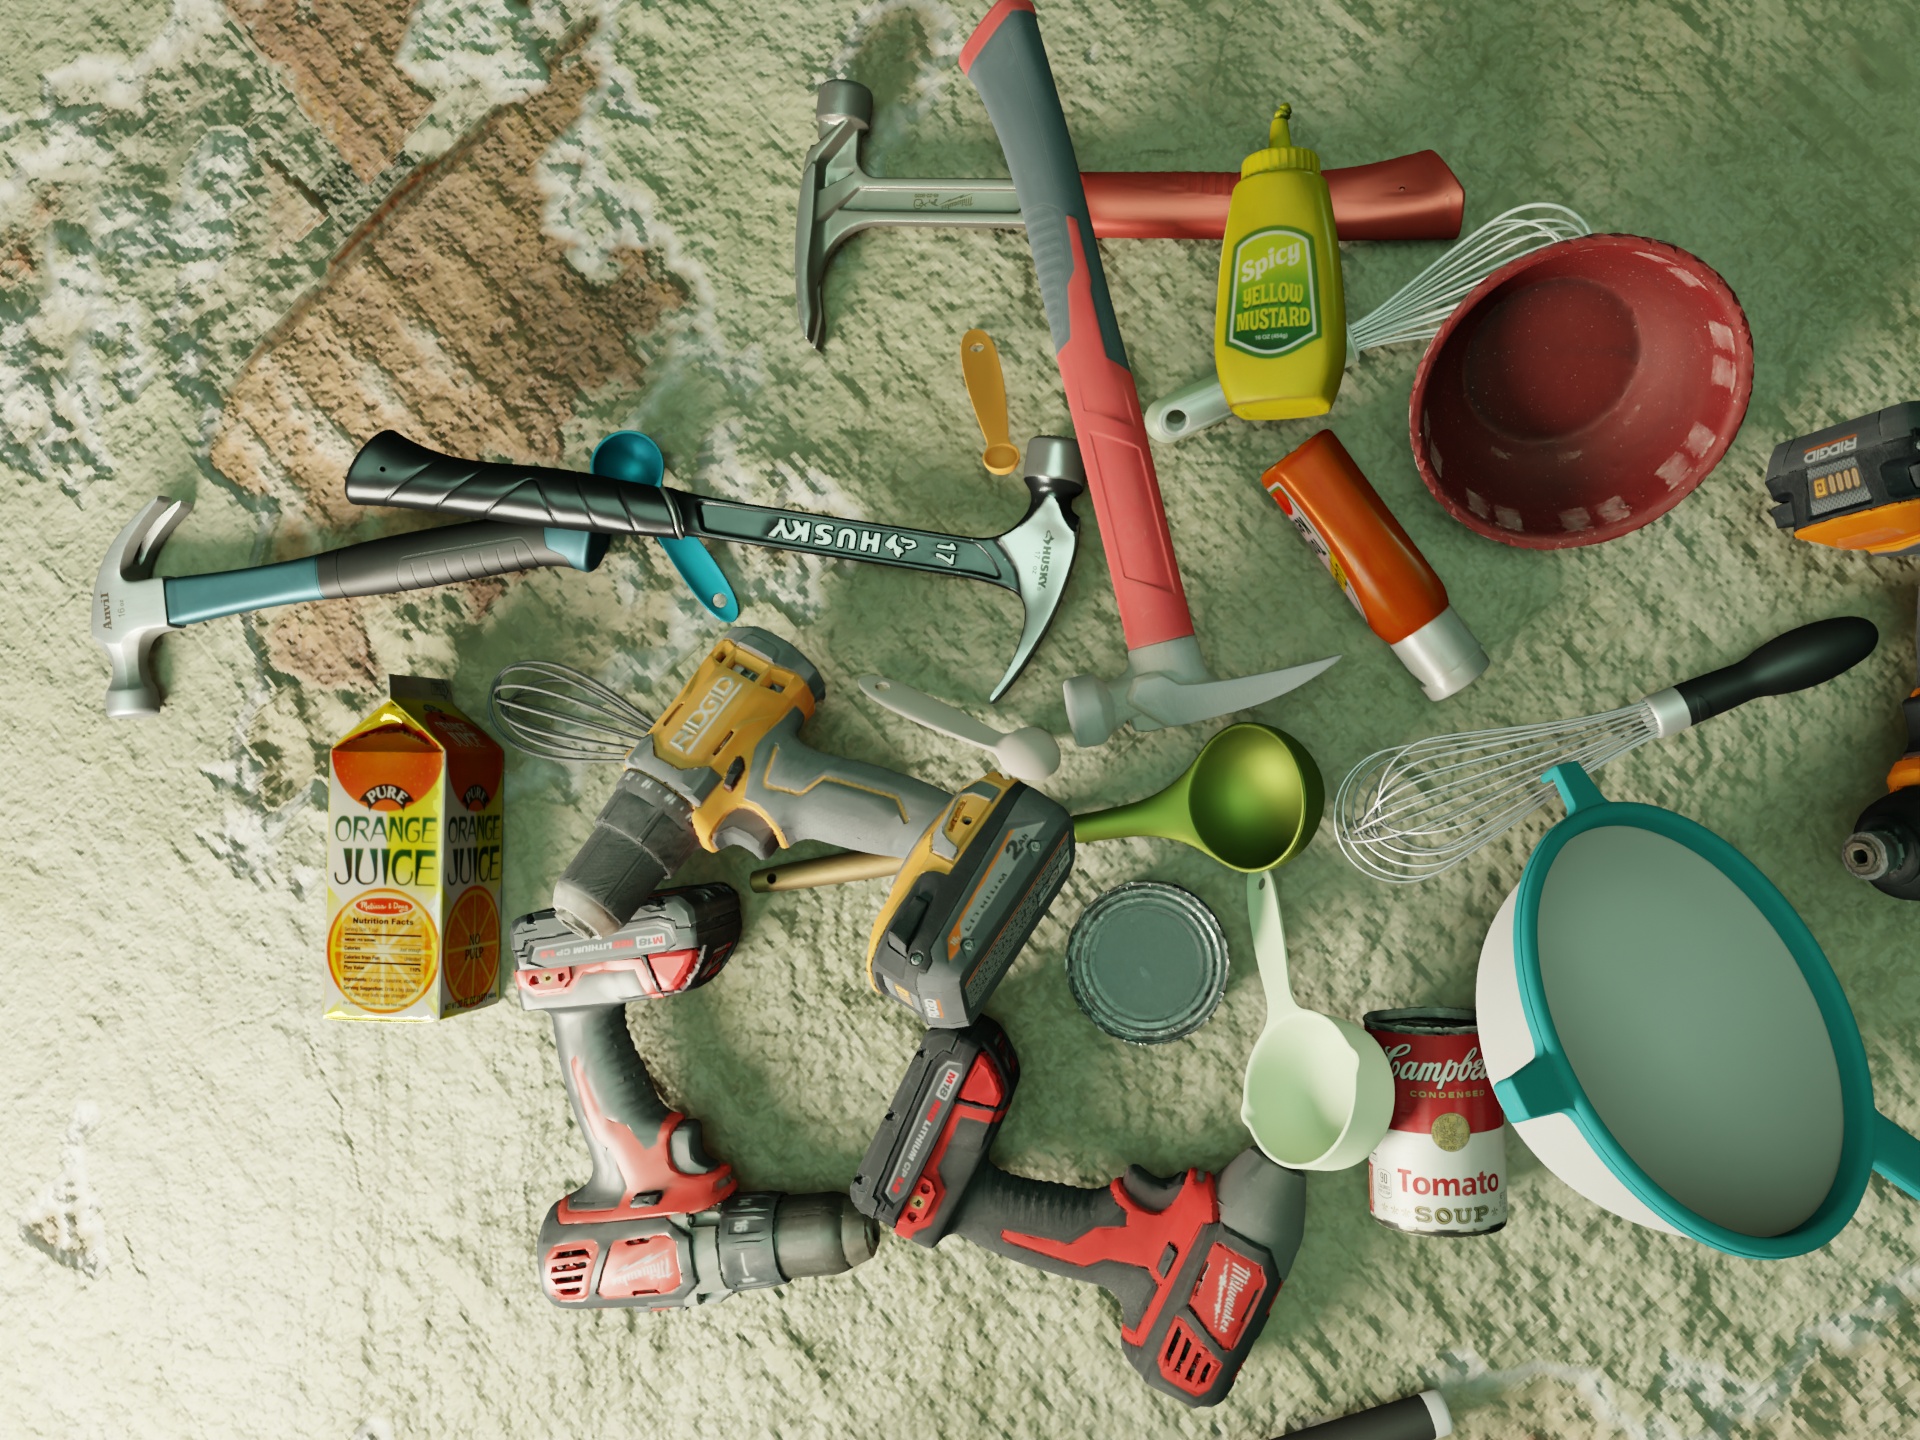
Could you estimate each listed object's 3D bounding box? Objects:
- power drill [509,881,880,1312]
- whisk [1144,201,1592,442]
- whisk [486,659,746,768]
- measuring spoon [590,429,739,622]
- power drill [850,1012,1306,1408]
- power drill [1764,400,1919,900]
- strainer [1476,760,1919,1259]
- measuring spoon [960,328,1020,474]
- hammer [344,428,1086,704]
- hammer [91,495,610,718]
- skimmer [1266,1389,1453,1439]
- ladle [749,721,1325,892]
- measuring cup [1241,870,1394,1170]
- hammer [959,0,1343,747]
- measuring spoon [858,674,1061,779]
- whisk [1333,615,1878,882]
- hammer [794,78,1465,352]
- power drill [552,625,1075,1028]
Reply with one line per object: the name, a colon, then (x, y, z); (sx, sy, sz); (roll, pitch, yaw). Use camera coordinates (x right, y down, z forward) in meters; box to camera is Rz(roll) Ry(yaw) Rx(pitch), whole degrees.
power drill: (-0.148, 0.206, 0.869); (0.188, 0.080, 0.227); (-8, 89, 10)
whisk: (0.213, -0.203, 0.837); (0.246, 0.059, 0.057); (-22, 111, 13)
whisk: (-0.157, 0.015, 0.897); (0.239, 0.055, 0.055); (16, 90, 6)
measuring spoon: (-0.167, -0.109, 0.920); (0.042, 0.021, 0.128); (-34, 91, -4)
power drill: (0.067, 0.242, 0.828); (0.220, 0.078, 0.143); (27, 92, 8)
power drill: (0.449, -0.028, 0.734); (0.164, 0.084, 0.226); (-7, 84, -28)
strainer: (0.369, 0.185, 0.762); (0.340, 0.095, 0.211); (33, 52, -11)
measuring spoon: (0.015, -0.173, 0.862); (0.021, 0.011, 0.117); (-11, 52, 1)
hammer: (-0.140, -0.107, 0.880); (0.409, 0.036, 0.149); (8, 89, 4)
hammer: (-0.364, -0.086, 0.944); (0.331, 0.033, 0.128); (-8, 87, 10)
skimmer: (0.076, 0.411, 0.840); (0.363, 0.090, 0.127); (-18, 81, -1)
ladle: (0.033, 0.062, 0.852); (0.320, 0.062, 0.078); (-10, 79, 13)
measuring cup: (0.176, 0.147, 0.810); (0.083, 0.038, 0.168); (-43, 40, 41)
hammer: (0.084, -0.189, 0.828); (0.143, 0.038, 0.386); (-14, 88, 1)
measuring spoon: (-0.001, -0.003, 0.873); (0.124, 0.034, 0.018); (24, 136, 14)
whisk: (0.325, 0.009, 0.801); (0.284, 0.070, 0.070); (-22, 84, 4)
hammer: (0.086, -0.272, 0.867); (0.359, 0.036, 0.149); (5, 88, 11)
power drill: (-0.079, 0.068, 0.804); (0.226, 0.084, 0.185); (28, 66, 20)
